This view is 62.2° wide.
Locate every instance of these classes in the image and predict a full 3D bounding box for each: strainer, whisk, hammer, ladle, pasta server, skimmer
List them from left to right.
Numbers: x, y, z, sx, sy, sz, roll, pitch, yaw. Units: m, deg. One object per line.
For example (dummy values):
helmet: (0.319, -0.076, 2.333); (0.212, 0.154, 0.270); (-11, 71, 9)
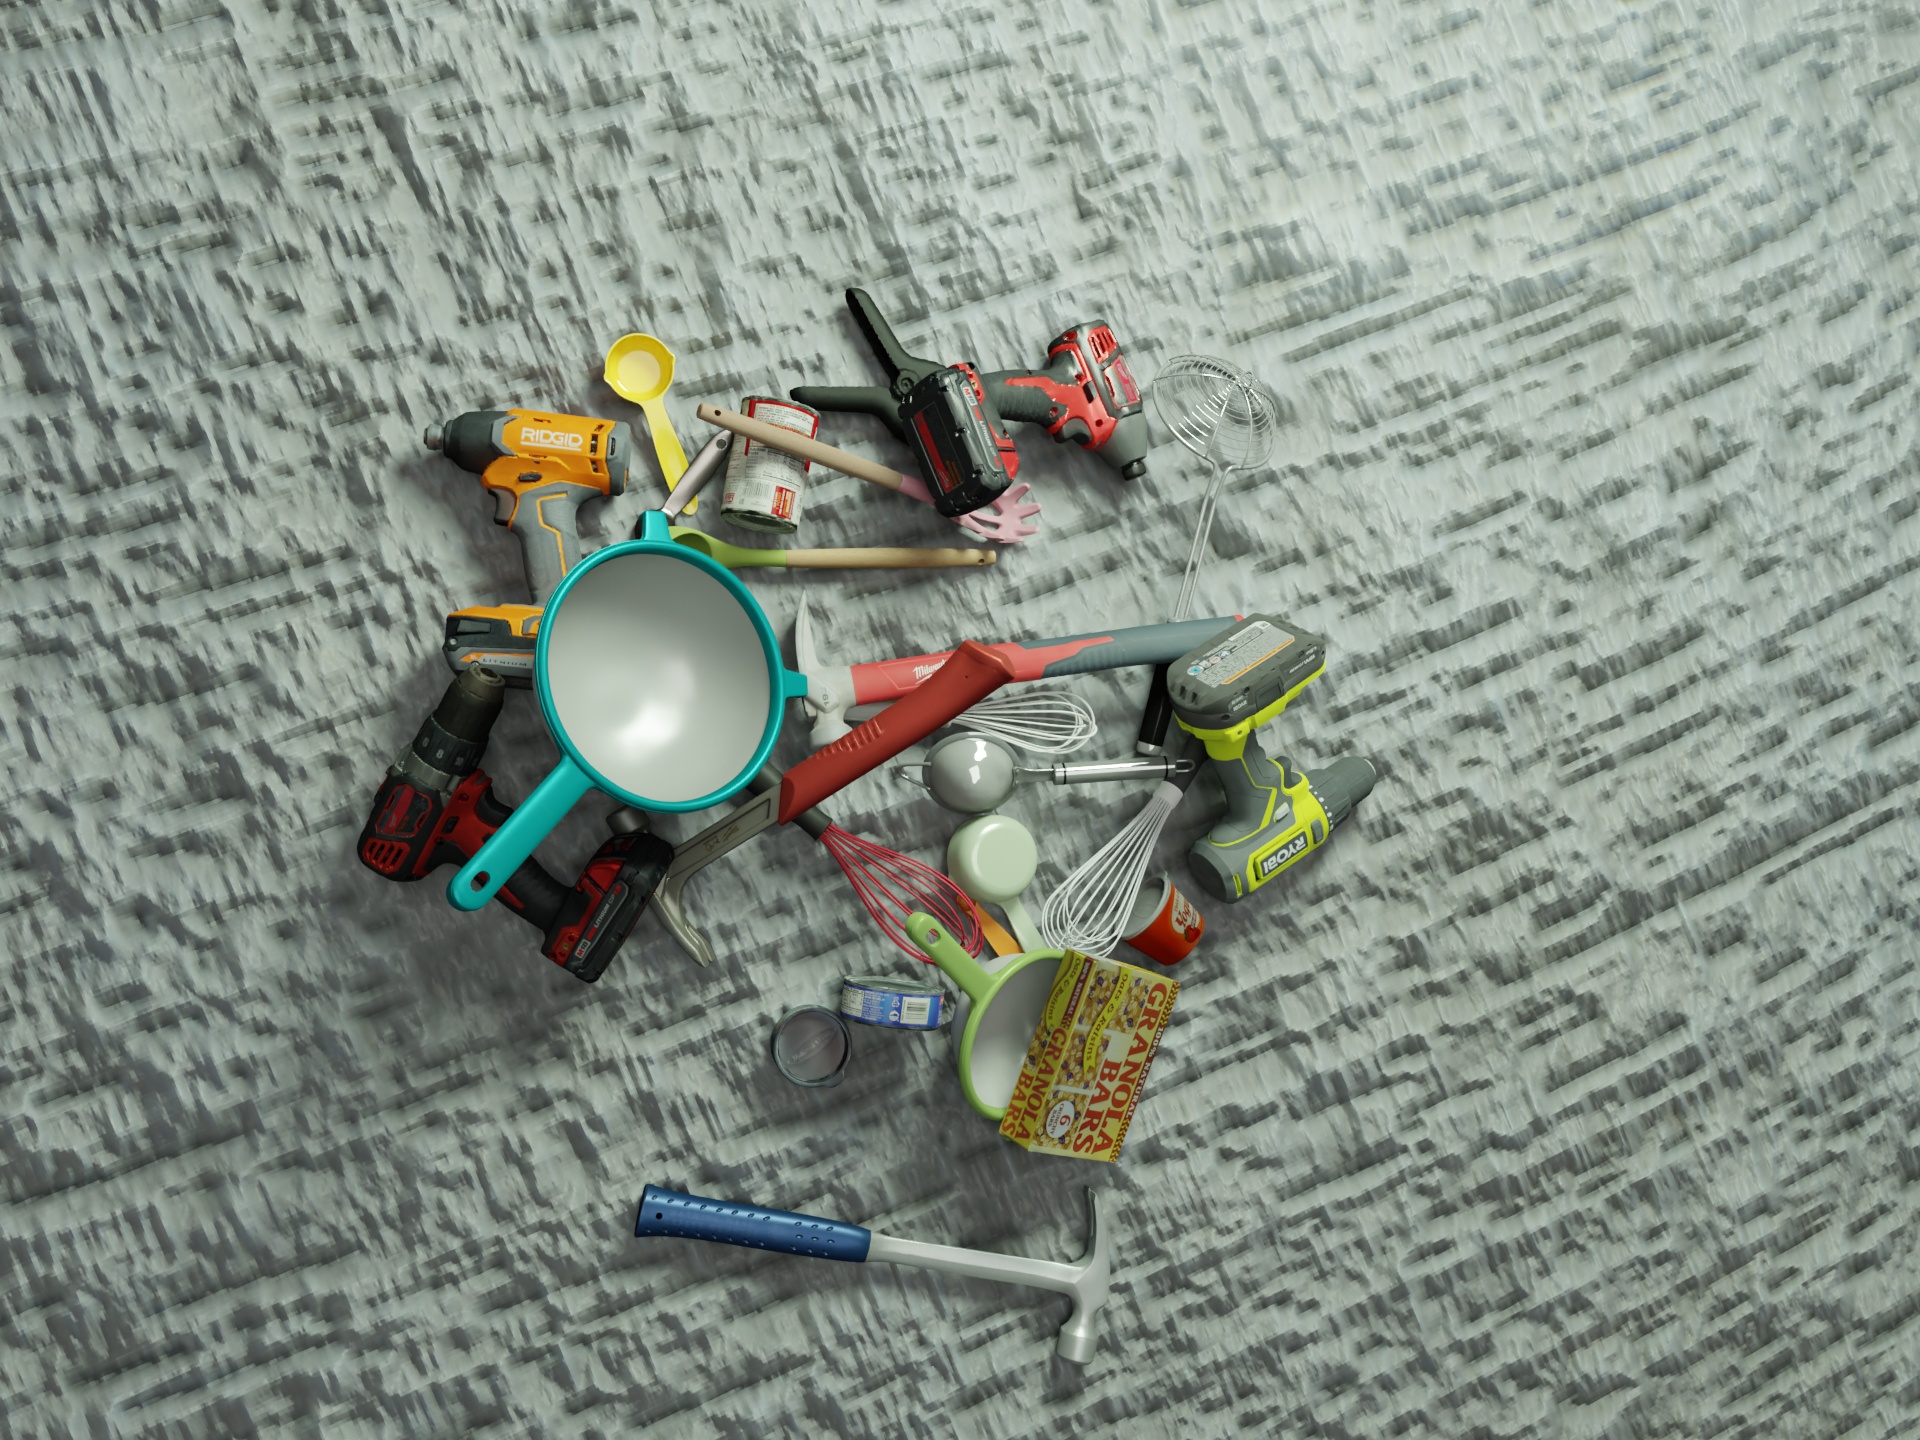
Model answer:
strainer: (-0.279, 0.016, 1.196); (0.210, 0.095, 0.340); (50, 55, -20)
ladle: (-0.121, -0.130, 1.352); (0.320, 0.078, 0.062); (-2, 42, -16)
hammer: (-0.108, 0.053, 1.280); (0.359, 0.037, 0.149); (-32, 92, 13)
whisk: (-0.099, 0.104, 1.340); (0.296, 0.073, 0.073); (39, 80, -1)
pasta server: (-0.072, -0.211, 1.333); (0.316, 0.040, 0.060); (16, 72, -30)
hammer: (-0.066, 0.437, 1.334); (0.405, 0.035, 0.144); (13, 84, -11)
whisk: (-0.002, -0.004, 1.374); (0.246, 0.059, 0.057); (4, 113, -8)
strainer: (0.011, 0.223, 1.307); (0.151, 0.069, 0.256); (-54, 131, -17)
hammer: (0.053, -0.065, 1.359); (0.386, 0.038, 0.143); (-8, 70, -8)
strainer: (0.077, 0.047, 1.367); (0.258, 0.050, 0.086); (-4, 124, -7)
whisk: (0.164, 0.090, 1.395); (0.070, 0.070, 0.285); (38, 73, -7)
skimmer: (0.199, -0.150, 1.433); (0.127, 0.090, 0.363); (12, 94, -21)

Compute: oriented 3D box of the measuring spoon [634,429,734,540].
measuring spoon: (-0.230, -0.196, 1.341); (0.034, 0.018, 0.124); (37, 89, -18)

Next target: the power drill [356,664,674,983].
power drill: (-0.342, 0.081, 1.250); (0.226, 0.080, 0.188); (31, 105, -4)

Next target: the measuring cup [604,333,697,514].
measuring cup: (-0.256, -0.250, 1.351); (0.062, 0.029, 0.156); (-20, 102, -11)

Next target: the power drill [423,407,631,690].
power drill: (-0.360, -0.143, 1.290); (0.164, 0.084, 0.226); (6, 81, -11)

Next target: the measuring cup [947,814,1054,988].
measuring cup: (0.051, 0.158, 1.370); (0.083, 0.038, 0.167); (-29, 94, -23)

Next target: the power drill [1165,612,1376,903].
power drill: (0.272, 0.027, 1.372); (0.190, 0.080, 0.228); (-31, 126, -18)

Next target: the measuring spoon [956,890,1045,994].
measuring spoon: (0.035, 0.194, 1.387); (0.021, 0.011, 0.117); (-42, 99, -21)

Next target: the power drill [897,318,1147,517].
power drill: (0.068, -0.254, 1.366); (0.219, 0.078, 0.143); (-23, 91, -33)
